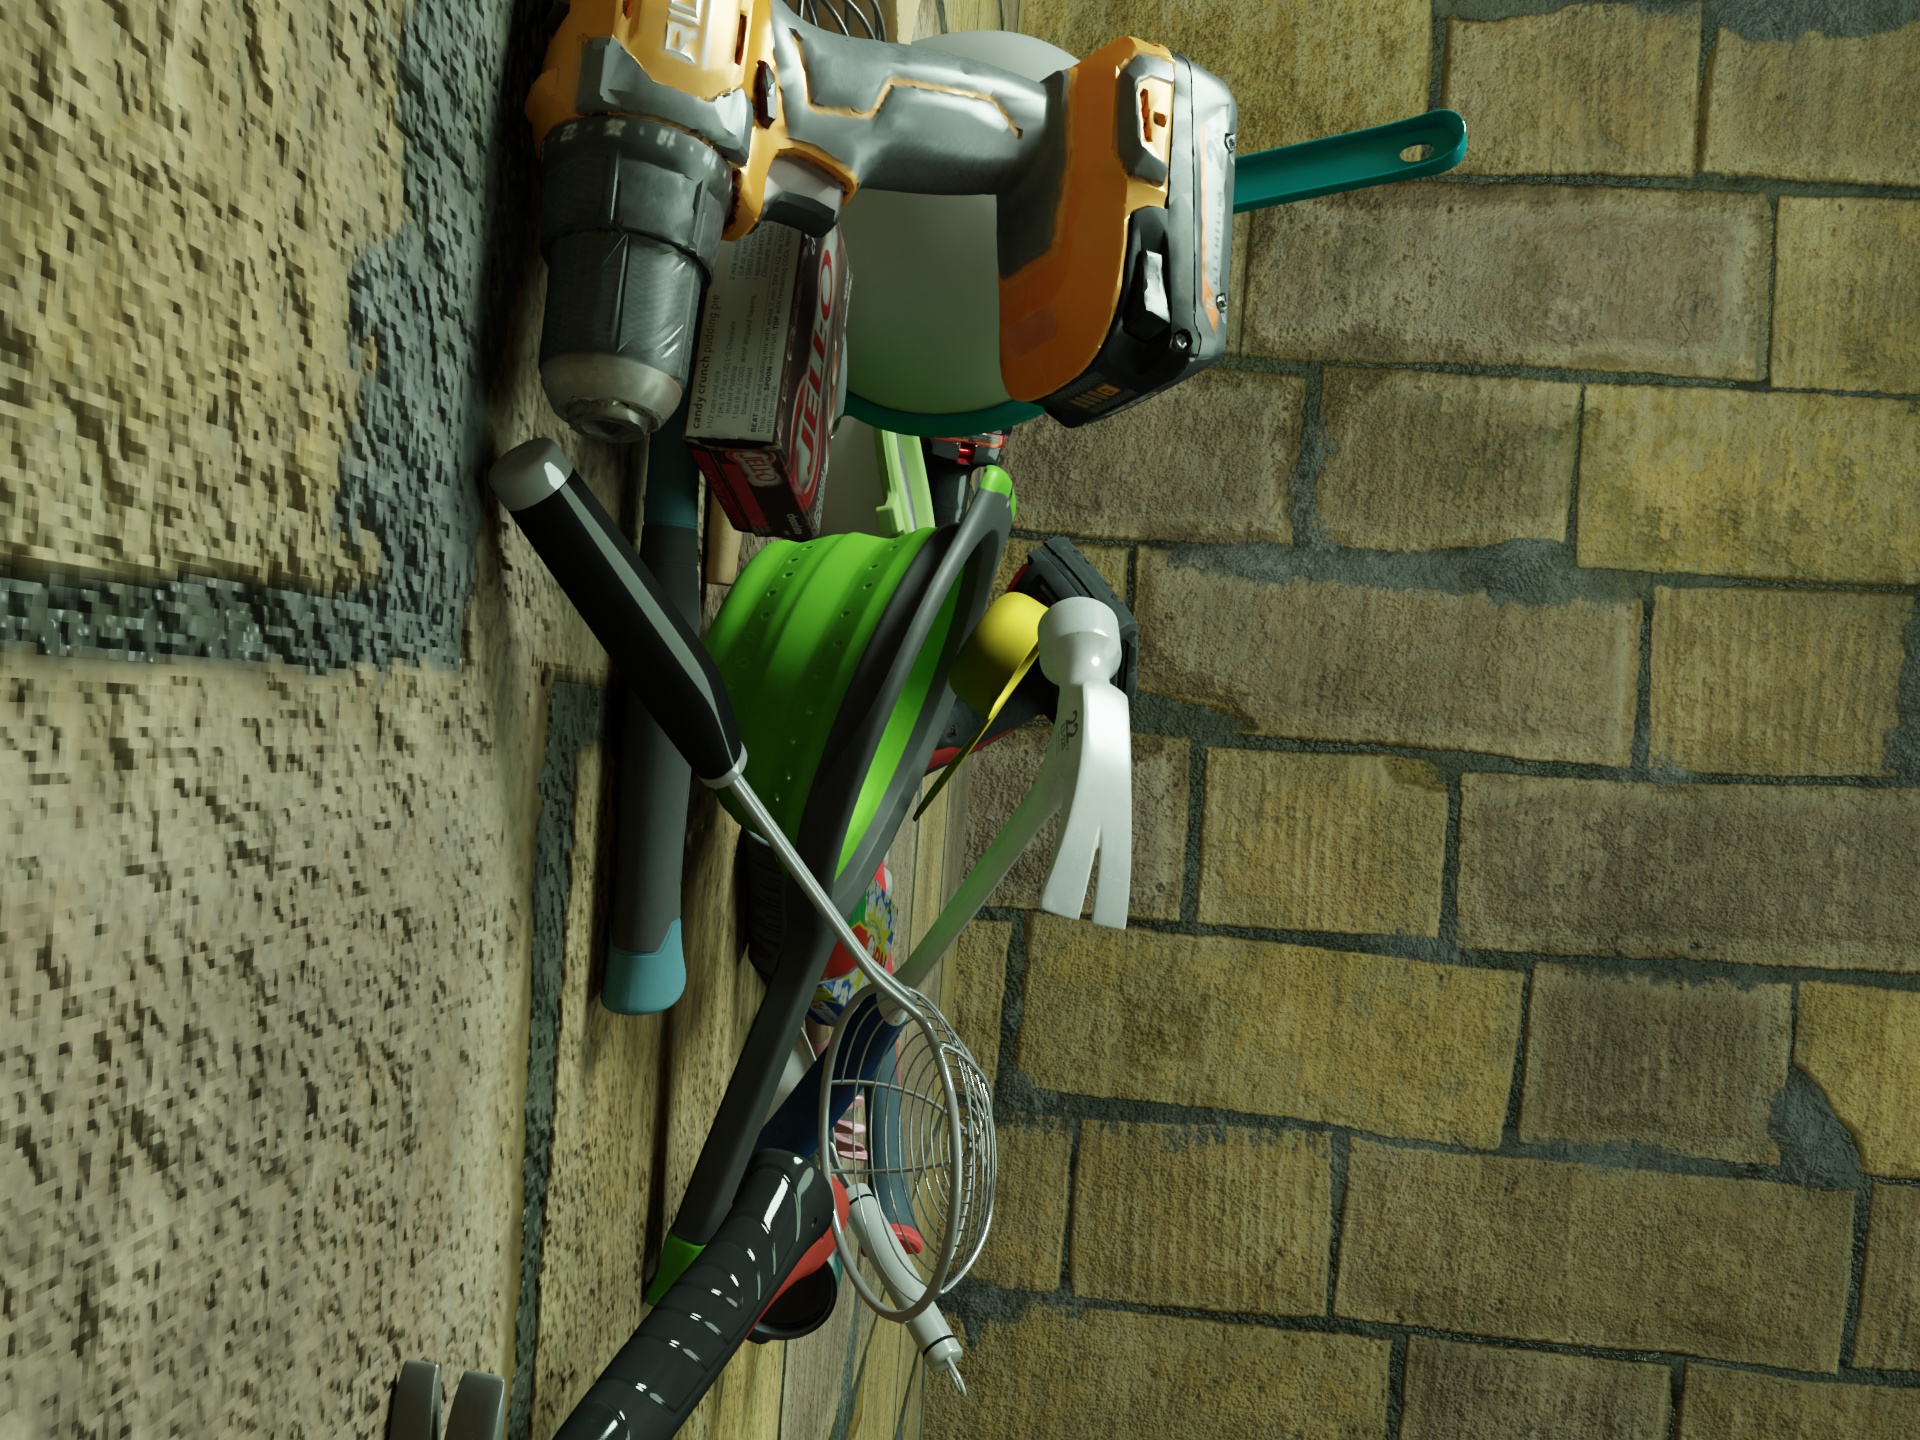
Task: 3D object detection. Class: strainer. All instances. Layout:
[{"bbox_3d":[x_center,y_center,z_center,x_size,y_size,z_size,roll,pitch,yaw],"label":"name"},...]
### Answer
[{"bbox_3d":[0.054,-0.254,0.731,0.095,0.340,0.211,43,44,-64],"label":"strainer"},{"bbox_3d":[-0.063,0.257,0.873,0.259,0.050,0.086,51,-31,37],"label":"strainer"},{"bbox_3d":[-0.064,-0.178,0.967,0.151,0.069,0.257,68,12,-65],"label":"strainer"}]

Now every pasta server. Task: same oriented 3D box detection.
[{"bbox_3d":[-0.091,0.196,1.081,0.060,0.040,0.316,-99,-173,-49],"label":"pasta server"}]

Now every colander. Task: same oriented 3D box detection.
[{"bbox_3d":[-0.091,0.061,0.709,0.204,0.094,0.397,9,103,-84],"label":"colander"}]

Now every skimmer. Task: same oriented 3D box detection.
[{"bbox_3d":[-0.077,0.073,0.546,0.127,0.090,0.362,49,-10,54],"label":"skimmer"}]

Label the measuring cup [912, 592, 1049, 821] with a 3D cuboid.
[{"bbox_3d":[-0.001,-0.002,0.746,0.062,0.029,0.156,-51,176,-44],"label":"measuring cup"}]

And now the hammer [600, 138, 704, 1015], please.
[{"bbox_3d":[-0.108,-0.058,0.592,0.128,0.033,0.331,-36,130,-86],"label":"hammer"}]

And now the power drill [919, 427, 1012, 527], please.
[{"bbox_3d":[-0.031,-0.134,1.159,0.143,0.078,0.219,-154,-110,-63],"label":"power drill"}]

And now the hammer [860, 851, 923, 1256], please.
[{"bbox_3d":[-0.056,0.183,1.074,0.387,0.038,0.143,-98,-172,-53],"label":"hammer"}]

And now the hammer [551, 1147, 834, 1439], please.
[{"bbox_3d":[-0.106,0.213,0.422,0.335,0.035,0.146,-38,131,-69],"label":"hammer"}]

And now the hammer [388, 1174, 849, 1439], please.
[{"bbox_3d":[-0.107,0.235,0.596,0.359,0.037,0.149,-20,114,-77],"label":"hammer"}]

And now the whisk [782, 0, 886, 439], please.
[{"bbox_3d":[-0.058,-0.196,0.638,0.238,0.055,0.055,97,-1,-57],"label":"whisk"}]

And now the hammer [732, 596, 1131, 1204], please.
[{"bbox_3d":[-0.028,0.128,0.731,0.144,0.035,0.405,-91,-155,-44],"label":"hammer"}]

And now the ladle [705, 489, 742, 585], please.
[{"bbox_3d":[-0.079,-0.218,0.707,0.078,0.062,0.320,-158,-106,-72],"label":"ladle"}]

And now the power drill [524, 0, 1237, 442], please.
[{"bbox_3d":[-0.024,-0.158,0.501,0.084,0.226,0.185,-14,-112,58],"label":"power drill"}]

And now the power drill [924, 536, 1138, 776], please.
[{"bbox_3d":[-0.008,-0.014,0.940,0.080,0.226,0.187,53,-11,25],"label":"power drill"}]
